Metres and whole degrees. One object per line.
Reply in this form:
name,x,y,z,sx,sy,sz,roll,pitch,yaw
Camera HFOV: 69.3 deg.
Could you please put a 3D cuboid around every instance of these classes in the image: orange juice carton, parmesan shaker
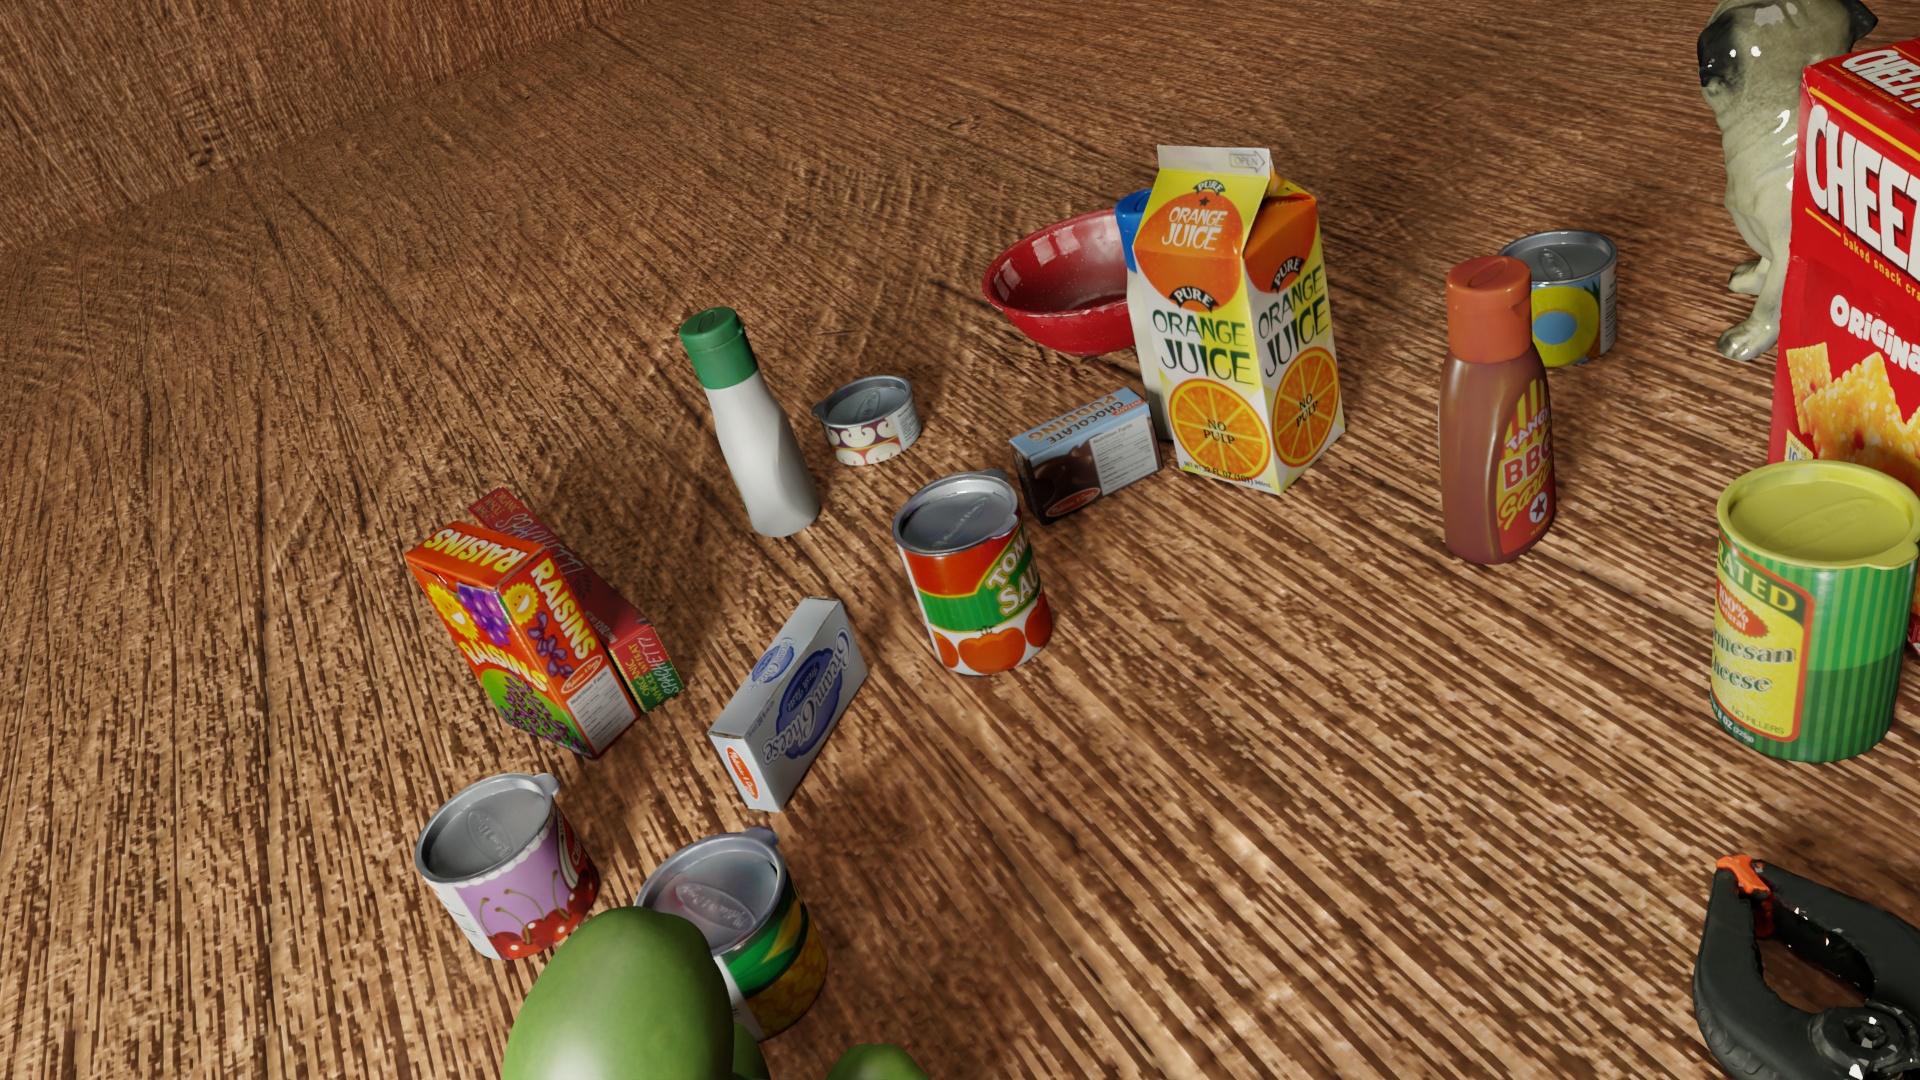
orange juice carton,0.153,-0.127,0.766,0.072,0.191,0.073,19,48,42
parmesan shaker,0.332,0.030,0.541,0.071,0.102,0.072,-12,34,9

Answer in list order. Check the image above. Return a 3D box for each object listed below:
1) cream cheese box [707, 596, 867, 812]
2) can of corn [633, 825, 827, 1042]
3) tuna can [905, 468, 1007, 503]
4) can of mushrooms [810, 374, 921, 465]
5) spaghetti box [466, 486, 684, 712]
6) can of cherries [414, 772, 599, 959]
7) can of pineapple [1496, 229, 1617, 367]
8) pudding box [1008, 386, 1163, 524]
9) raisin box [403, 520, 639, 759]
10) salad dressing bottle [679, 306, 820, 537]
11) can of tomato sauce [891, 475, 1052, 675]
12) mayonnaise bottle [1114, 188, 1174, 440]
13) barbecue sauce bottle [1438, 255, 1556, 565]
cream cheese box,-0.085,0.081,0.703,0.024,0.053,0.104,2,38,27
can of corn,-0.094,0.165,0.583,0.071,0.058,0.071,-12,34,9
tuna can,0.003,-0.010,0.812,0.071,0.032,0.071,-12,34,8
can of mushrooms,-0.063,-0.082,0.943,0.071,0.033,0.071,-12,34,8
spaghetti box,-0.242,0.029,0.852,0.029,0.050,0.250,-34,37,-22
can of cherries,-0.210,0.152,0.655,0.071,0.058,0.072,-12,34,9
can of pineapple,0.350,-0.143,0.820,0.071,0.057,0.071,-12,34,9
pudding box,0.075,-0.051,0.822,0.084,0.049,0.030,-26,34,-11
raisin box,-0.236,0.054,0.749,0.086,0.122,0.040,13,44,38
salad dressing bottle,-0.130,-0.072,0.858,0.044,0.147,0.064,-11,34,10
can of tomato sauce,0.009,0.019,0.722,0.071,0.082,0.071,-12,34,9
mayonnaise bottle,0.124,-0.136,0.832,0.041,0.147,0.065,0,38,25
barbecue sauce bottle,0.256,-0.063,0.667,0.065,0.147,0.044,-37,38,-26
